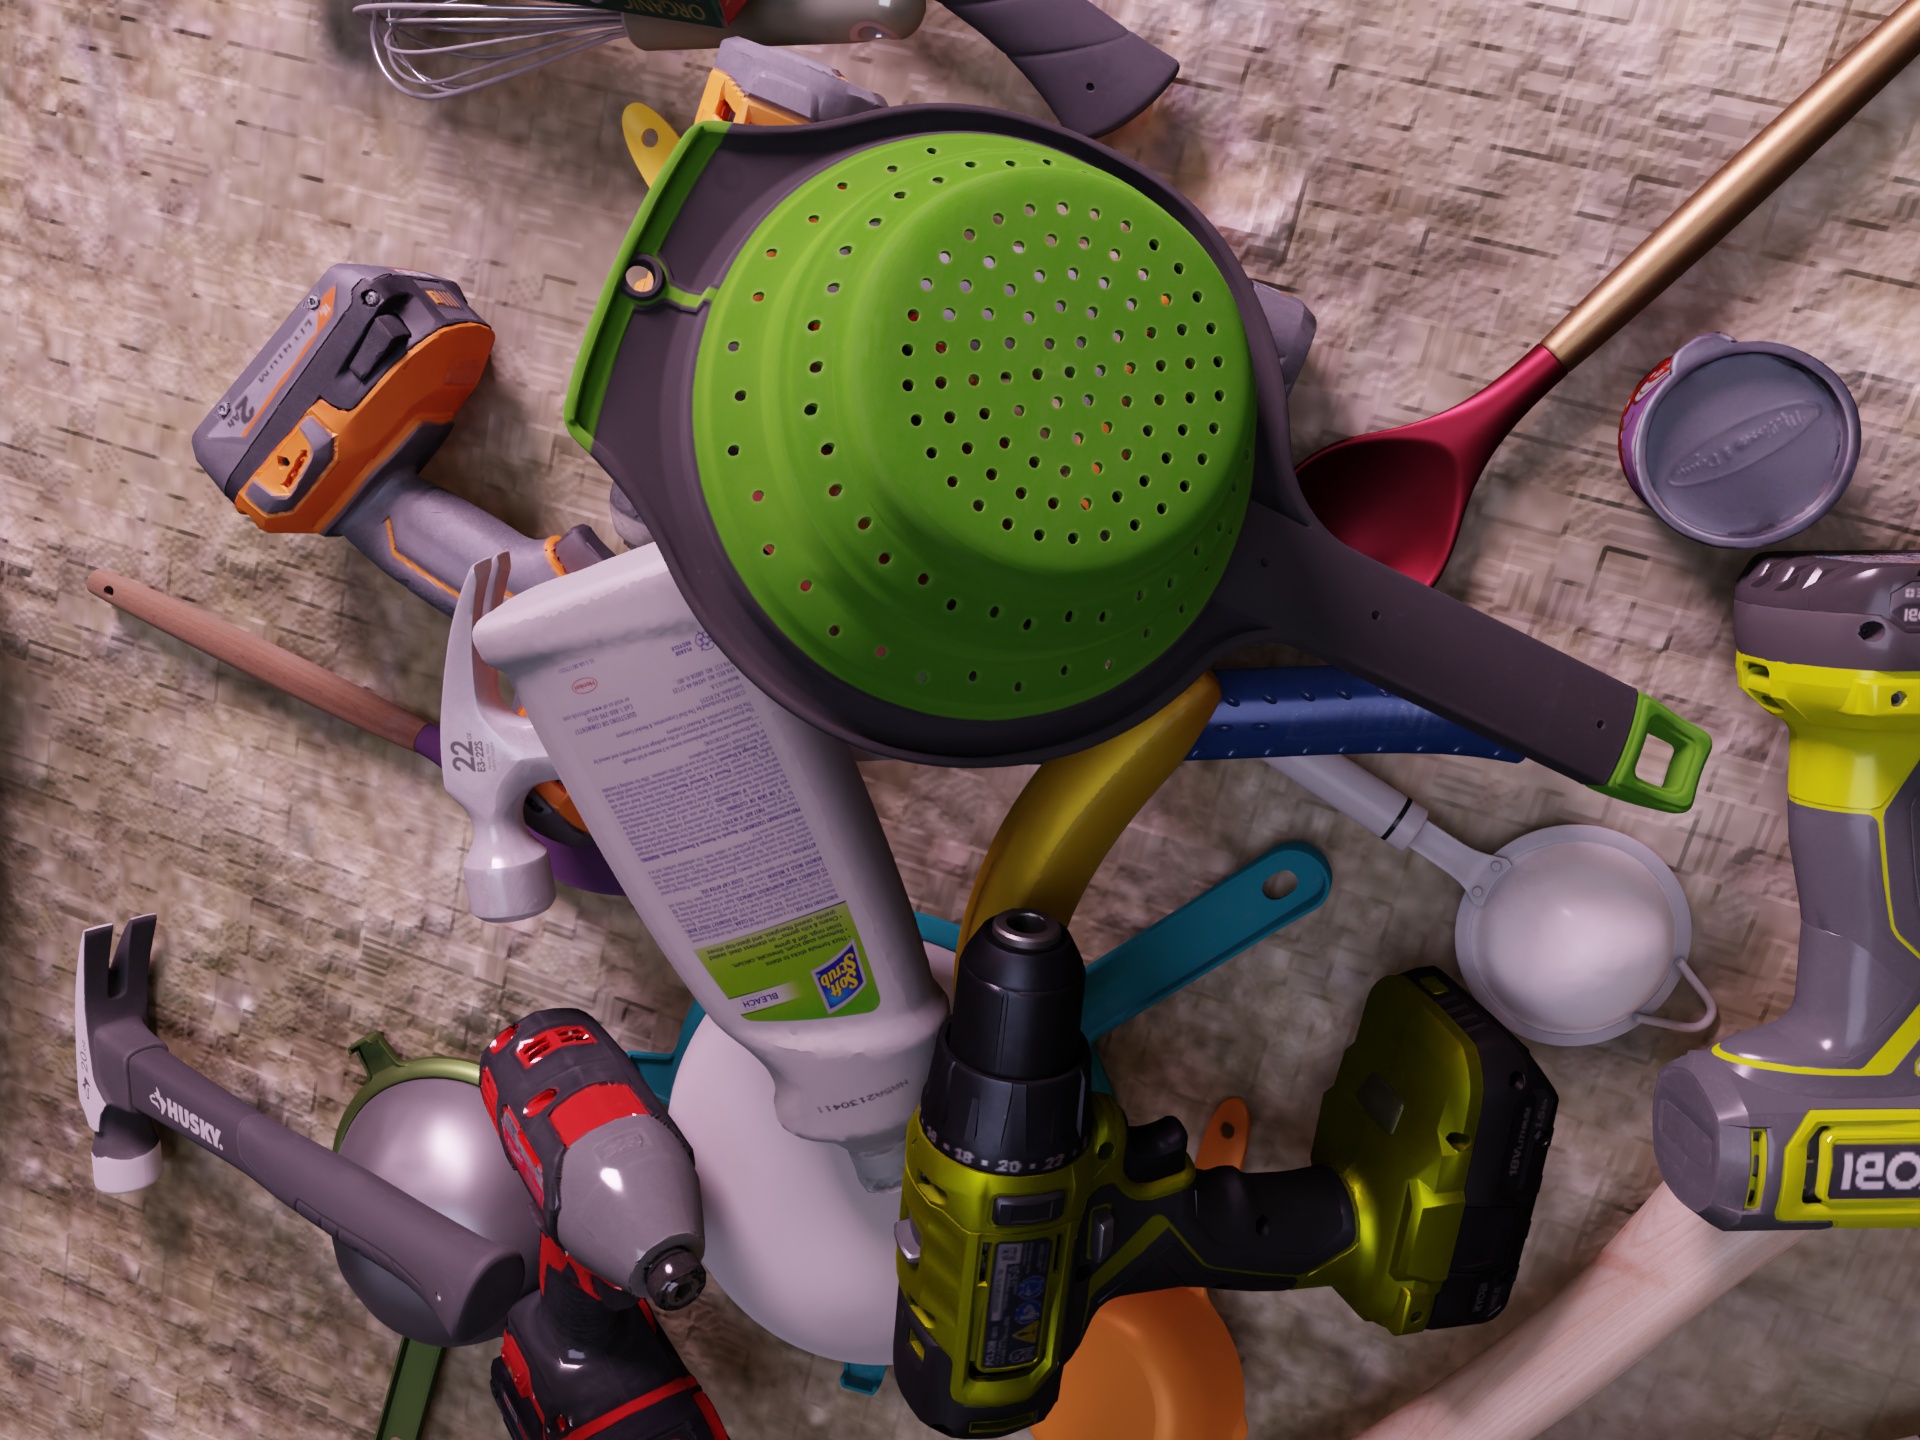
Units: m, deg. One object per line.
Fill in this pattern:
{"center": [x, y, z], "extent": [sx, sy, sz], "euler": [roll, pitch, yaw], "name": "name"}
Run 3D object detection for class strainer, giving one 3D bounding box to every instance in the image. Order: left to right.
{"center": [-0.268, 0.289, 0.773], "extent": [0.151, 0.069, 0.256], "euler": [22, 107, 10], "name": "strainer"}
{"center": [0.005, 0.157, 0.649], "extent": [0.340, 0.095, 0.211], "euler": [-37, 91, 22], "name": "strainer"}
{"center": [0.175, 0.046, 0.604], "extent": [0.258, 0.050, 0.087], "euler": [34, 101, 9], "name": "strainer"}

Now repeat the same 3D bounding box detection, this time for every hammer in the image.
{"center": [-0.309, 0.191, 0.716], "extent": [0.335, 0.035, 0.146], "euler": [12, 106, 37], "name": "hammer"}
{"center": [-0.094, -0.341, 0.549], "extent": [0.409, 0.036, 0.149], "euler": [36, 132, -6], "name": "hammer"}
{"center": [-0.001, -0.002, 0.593], "extent": [0.405, 0.035, 0.144], "euler": [-3, 106, 8], "name": "hammer"}
{"center": [0.188, 0.298, 0.631], "extent": [0.410, 0.038, 0.146], "euler": [-45, 49, 17], "name": "hammer"}

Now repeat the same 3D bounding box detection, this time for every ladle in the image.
{"center": [0.225, -0.145, 0.550], "extent": [0.069, 0.031, 0.315], "euler": [44, 109, -7], "name": "ladle"}

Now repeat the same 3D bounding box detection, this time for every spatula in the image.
{"center": [-0.269, 0.000, 0.730], "extent": [0.316, 0.018, 0.060], "euler": [25, 100, 8], "name": "spatula"}

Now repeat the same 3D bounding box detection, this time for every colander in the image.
{"center": [0.088, -0.057, 0.469], "extent": [0.397, 0.094, 0.204], "euler": [23, 83, -14], "name": "colander"}

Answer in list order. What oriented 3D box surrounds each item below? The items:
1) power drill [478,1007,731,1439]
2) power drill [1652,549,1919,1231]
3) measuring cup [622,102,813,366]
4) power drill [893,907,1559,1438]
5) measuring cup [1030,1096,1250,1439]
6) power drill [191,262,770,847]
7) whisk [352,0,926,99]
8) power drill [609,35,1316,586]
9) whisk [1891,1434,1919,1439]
{"center": [-0.147, 0.242, 0.668], "extent": [0.143, 0.078, 0.219], "euler": [39, 135, 42], "name": "power drill"}
{"center": [0.328, 0.058, 0.524], "extent": [0.171, 0.080, 0.223], "euler": [-1, 100, -2], "name": "power drill"}
{"center": [-0.083, -0.177, 0.631], "extent": [0.062, 0.029, 0.156], "euler": [-33, 90, 20], "name": "measuring cup"}
{"center": [0.090, 0.152, 0.569], "extent": [0.228, 0.080, 0.190], "euler": [-1, 111, -18], "name": "power drill"}
{"center": [0.080, 0.239, 0.659], "extent": [0.095, 0.052, 0.173], "euler": [22, 101, 36], "name": "measuring cup"}
{"center": [-0.180, -0.079, 0.654], "extent": [0.164, 0.084, 0.226], "euler": [-43, 93, 15], "name": "power drill"}
{"center": [-0.125, -0.263, 0.591], "extent": [0.246, 0.058, 0.059], "euler": [8, 97, 23], "name": "whisk"}
{"center": [-0.011, -0.115, 0.576], "extent": [0.226, 0.084, 0.185], "euler": [22, 108, -2], "name": "power drill"}
{"center": [0.332, 0.297, 0.613], "extent": [0.284, 0.070, 0.070], "euler": [-20, 97, 15], "name": "whisk"}
